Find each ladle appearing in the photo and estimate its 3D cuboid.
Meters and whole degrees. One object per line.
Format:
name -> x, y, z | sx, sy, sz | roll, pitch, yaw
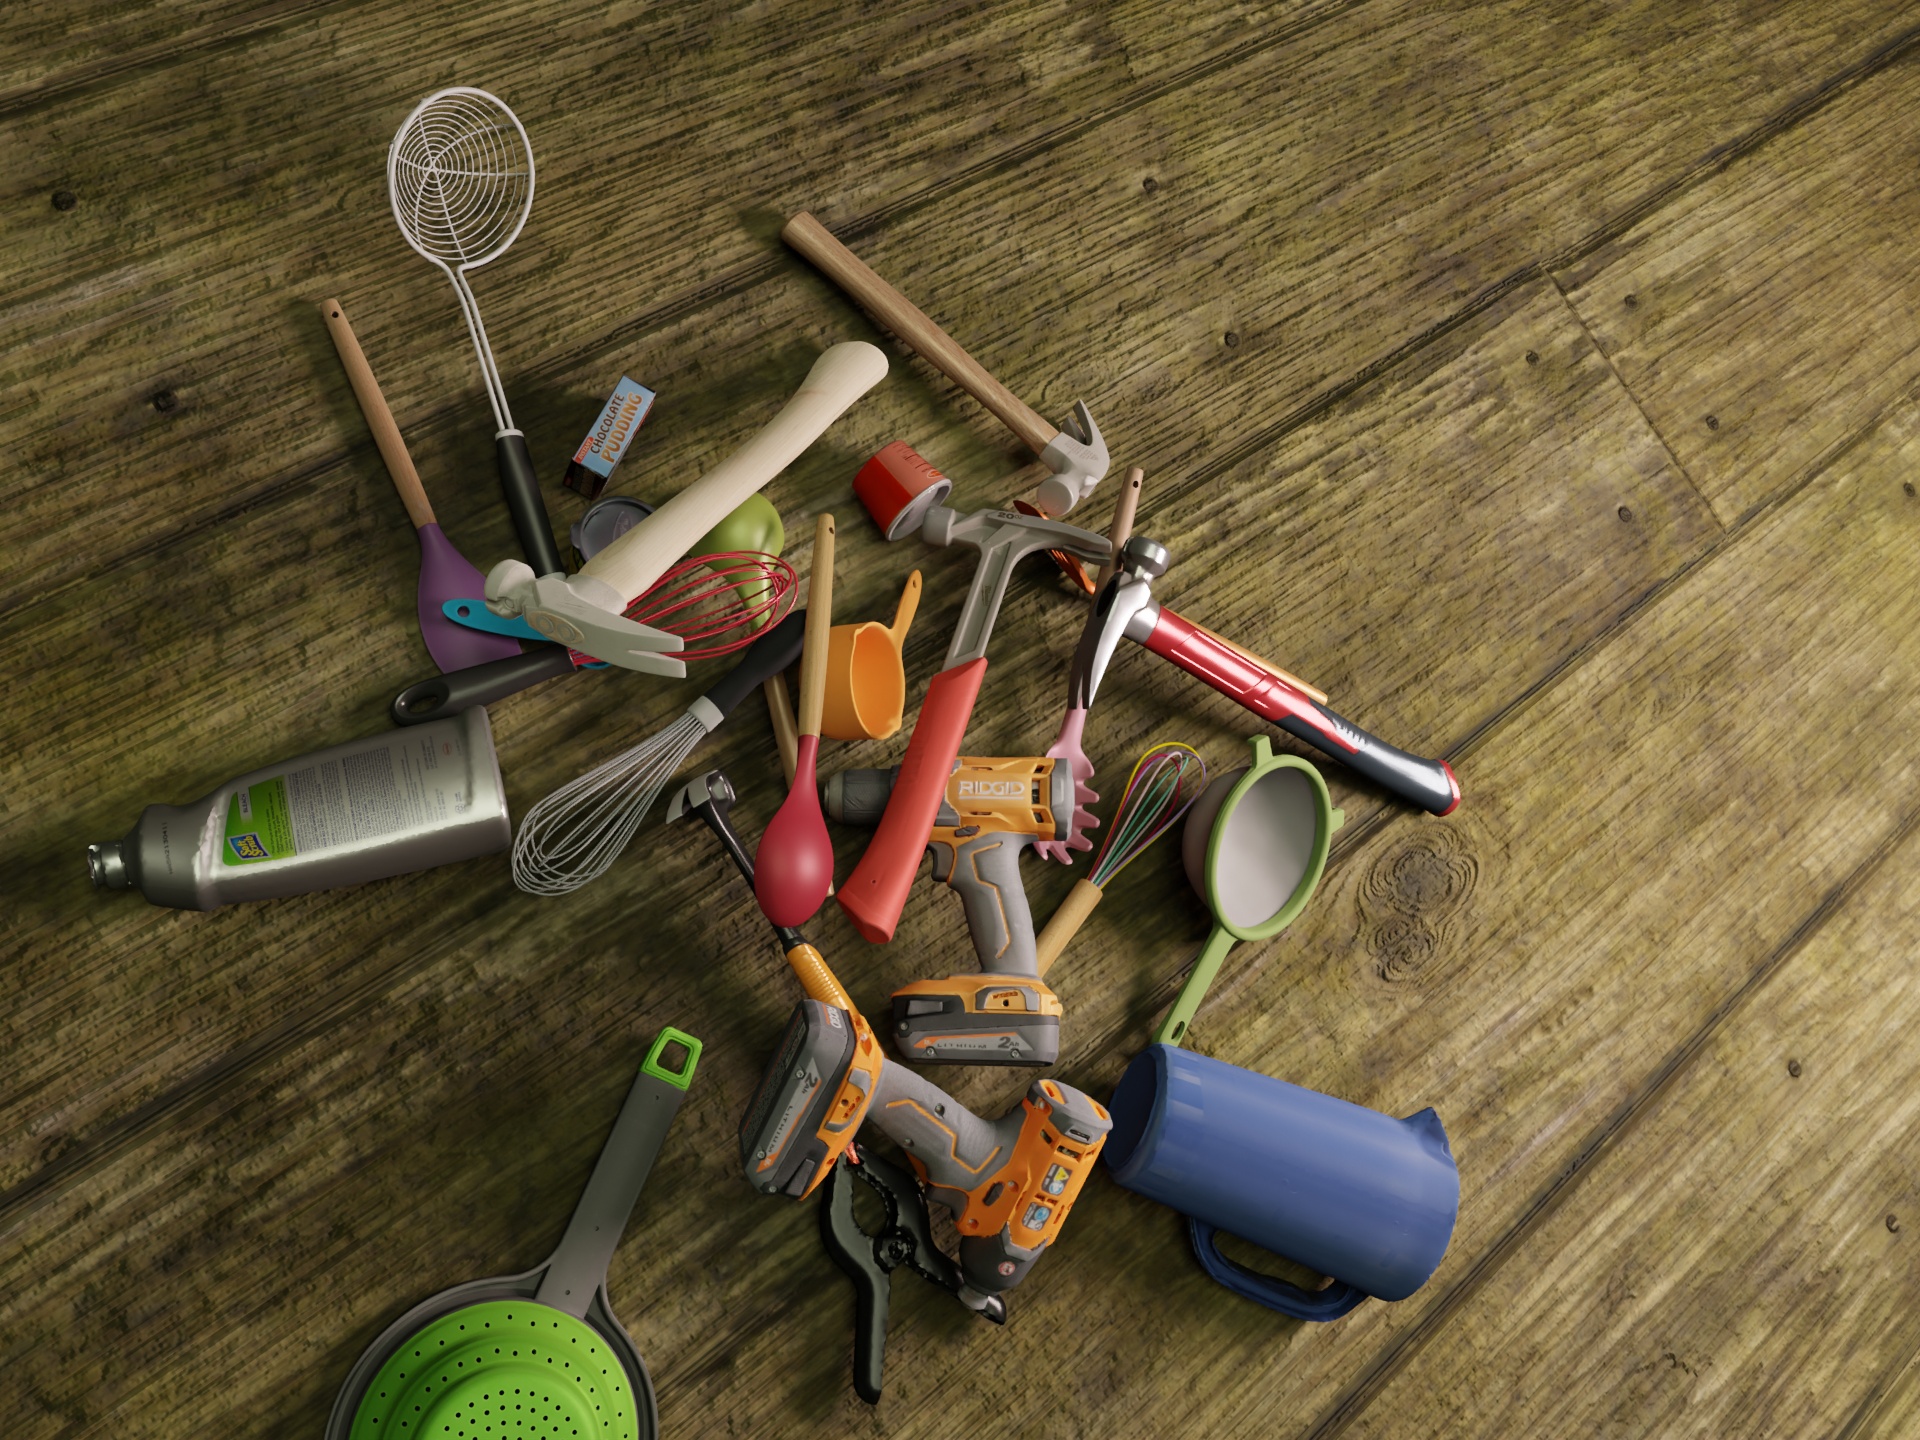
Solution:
ladle -> -0.104, -0.010, 1.110 | 0.069, 0.031, 0.316 | 31, 52, -45
ladle -> -0.142, -0.023, 1.192 | 0.078, 0.062, 0.320 | -13, 87, -21

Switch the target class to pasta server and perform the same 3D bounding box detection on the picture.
pasta server -> 0.104, -0.045, 1.245 | 0.060, 0.040, 0.316 | 15, 87, -25

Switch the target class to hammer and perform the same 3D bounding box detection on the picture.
hammer -> -0.002, -0.004, 1.159 | 0.149, 0.036, 0.359 | 13, 61, 11
hammer -> -0.154, -0.171, 1.147 | 0.146, 0.038, 0.411 | 21, 44, 17
hammer -> -0.098, 0.185, 1.112 | 0.034, 0.127, 0.337 | -32, 94, 1
hammer -> 0.259, 0.003, 1.291 | 0.386, 0.038, 0.143 | 28, 79, -25
hammer -> -0.012, -0.301, 1.302 | 0.331, 0.031, 0.130 | 41, 38, 1

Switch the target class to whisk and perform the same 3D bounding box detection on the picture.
whisk -> -0.255, -0.053, 1.118 | 0.296, 0.073, 0.073 | -20, 82, -7
whisk -> 0.111, 0.112, 1.243 | 0.047, 0.051, 0.245 | 44, 70, -14
whisk -> -0.204, 0.018, 1.122 | 0.070, 0.070, 0.284 | 47, 72, -3

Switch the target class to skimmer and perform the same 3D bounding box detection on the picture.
skimmer -> -0.329, -0.275, 1.160 | 0.127, 0.090, 0.363 | -8, 79, -55

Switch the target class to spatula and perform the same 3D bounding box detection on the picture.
spatula -> 0.178, -0.091, 1.323 | 0.322, 0.081, 0.041 | 26, 96, -17
spatula -> -0.395, -0.161, 1.141 | 0.060, 0.018, 0.316 | -22, 84, -22

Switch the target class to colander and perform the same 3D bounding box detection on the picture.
colander -> -0.251, 0.378, 0.997 | 0.204, 0.094, 0.397 | 27, 67, -12

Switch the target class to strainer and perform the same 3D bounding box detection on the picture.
strainer -> 0.199, 0.140, 1.259 | 0.151, 0.069, 0.256 | 37, 78, -41

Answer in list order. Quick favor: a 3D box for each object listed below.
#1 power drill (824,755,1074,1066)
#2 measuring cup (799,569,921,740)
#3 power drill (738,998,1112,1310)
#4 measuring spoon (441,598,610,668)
power drill -> -0.010, 0.134, 1.159 | 0.185, 0.084, 0.226 | 1, 74, 1
measuring cup -> -0.073, -0.057, 1.214 | 0.174, 0.052, 0.095 | -71, 147, -44
power drill -> -0.030, 0.295, 1.062 | 0.226, 0.084, 0.164 | 24, 95, -14
measuring spoon -> -0.307, -0.066, 1.143 | 0.128, 0.021, 0.042 | 13, 82, -19
